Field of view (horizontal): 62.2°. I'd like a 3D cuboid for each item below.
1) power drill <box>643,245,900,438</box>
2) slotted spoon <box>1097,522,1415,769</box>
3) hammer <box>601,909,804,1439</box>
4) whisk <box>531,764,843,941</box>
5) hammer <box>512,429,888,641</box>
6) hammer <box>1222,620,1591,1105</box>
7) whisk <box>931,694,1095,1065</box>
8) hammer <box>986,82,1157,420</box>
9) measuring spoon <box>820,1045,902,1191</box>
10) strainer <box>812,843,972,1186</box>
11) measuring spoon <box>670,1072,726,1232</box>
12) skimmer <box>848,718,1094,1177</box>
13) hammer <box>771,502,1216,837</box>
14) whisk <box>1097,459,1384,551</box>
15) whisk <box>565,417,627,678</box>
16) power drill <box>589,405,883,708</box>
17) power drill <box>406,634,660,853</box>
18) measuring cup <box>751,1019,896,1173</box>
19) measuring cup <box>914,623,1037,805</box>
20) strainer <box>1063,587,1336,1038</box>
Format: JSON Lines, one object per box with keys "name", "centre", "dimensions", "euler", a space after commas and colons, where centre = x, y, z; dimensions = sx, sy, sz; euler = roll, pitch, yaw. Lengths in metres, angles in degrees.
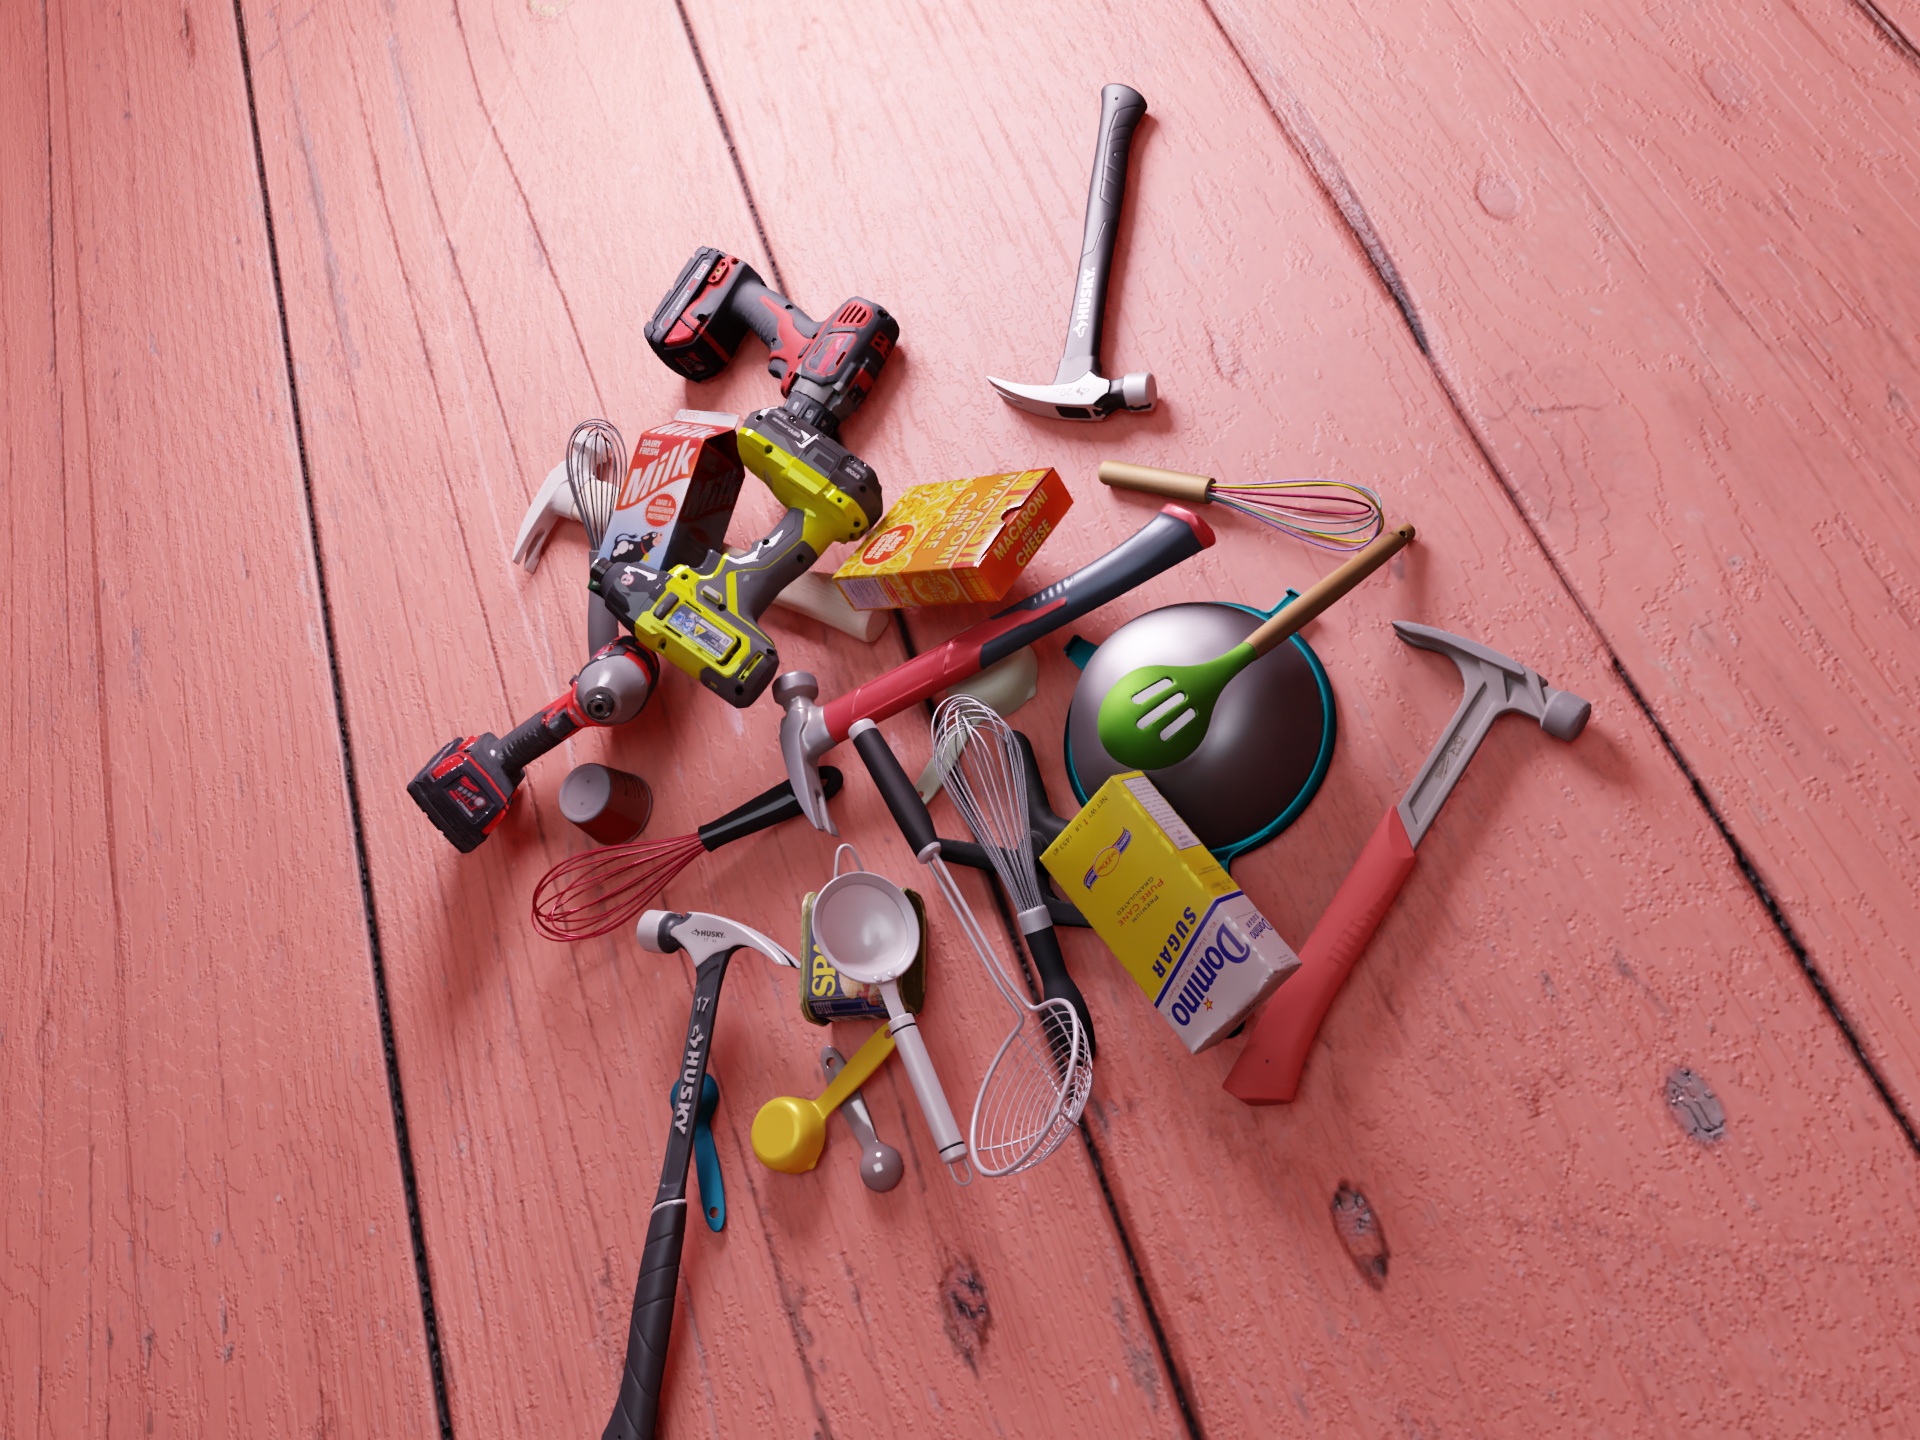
{"name": "power drill", "centre": [-0.185, -0.327, 1.470], "dimensions": [0.227, 0.080, 0.188], "euler": [29, 84, 28]}
{"name": "slotted spoon", "centre": [0.220, -0.064, 1.125], "dimensions": [0.314, 0.031, 0.070], "euler": [-34, 81, -25]}
{"name": "hammer", "centre": [-0.213, 0.351, 1.210], "dimensions": [0.149, 0.036, 0.409], "euler": [1, 76, 30]}
{"name": "whisk", "centre": [-0.231, 0.107, 1.328], "dimensions": [0.296, 0.073, 0.073], "euler": [-25, 61, 6]}
{"name": "hammer", "centre": [-0.239, -0.144, 1.442], "dimensions": [0.411, 0.038, 0.146], "euler": [24, 82, 30]}
{"name": "hammer", "centre": [0.280, 0.104, 1.104], "dimensions": [0.149, 0.036, 0.359], "euler": [30, 84, 31]}
{"name": "whisk", "centre": [0.044, 0.115, 1.161], "dimensions": [0.070, 0.070, 0.285], "euler": [-21, 84, 16]}
{"name": "hammer", "centre": [0.115, -0.414, 1.389], "dimensions": [0.146, 0.035, 0.335], "euler": [1, 70, 24]}
{"name": "measuring spoon", "centre": [-0.081, 0.298, 1.201], "dimensions": [0.034, 0.018, 0.124], "euler": [-36, 59, 8]}
{"name": "strainer", "centre": [-0.047, 0.213, 1.147], "dimensions": [0.050, 0.087, 0.259], "euler": [-52, 55, 49]}
{"name": "measuring spoon", "centre": [-0.204, 0.334, 1.240], "dimensions": [0.042, 0.021, 0.129], "euler": [-25, 60, 14]}
{"name": "skimmer", "centre": [-0.015, 0.146, 1.134], "dimensions": [0.127, 0.090, 0.364], "euler": [-49, 59, 34]}
{"name": "hammer", "centre": [0.025, -0.047, 1.231], "dimensions": [0.386, 0.038, 0.143], "euler": [-27, 62, 20]}
{"name": "whisk", "centre": [0.216, -0.180, 1.245], "dimensions": [0.245, 0.047, 0.051], "euler": [16, 79, 32]}
{"name": "whisk", "centre": [-0.326, -0.151, 1.433], "dimensions": [0.055, 0.055, 0.239], "euler": [3, 98, 26]}
{"name": "power drill", "centre": [-0.183, -0.143, 1.319], "dimensions": [0.171, 0.080, 0.223], "euler": [35, 74, 5]}
{"name": "power drill", "centre": [-0.362, 0.014, 1.378], "dimensions": [0.219, 0.078, 0.143], "euler": [-34, 15, 9]}
{"name": "measuring cup", "centre": [-0.101, 0.278, 1.198], "dimensions": [0.156, 0.029, 0.062], "euler": [-48, 52, 12]}
{"name": "measuring cup", "centre": [-0.002, -0.004, 1.274], "dimensions": [0.083, 0.038, 0.167], "euler": [26, 80, 30]}
{"name": "strainer", "centre": [0.165, 0.052, 1.143], "dimensions": [0.211, 0.095, 0.341], "euler": [-11, 64, 20]}
